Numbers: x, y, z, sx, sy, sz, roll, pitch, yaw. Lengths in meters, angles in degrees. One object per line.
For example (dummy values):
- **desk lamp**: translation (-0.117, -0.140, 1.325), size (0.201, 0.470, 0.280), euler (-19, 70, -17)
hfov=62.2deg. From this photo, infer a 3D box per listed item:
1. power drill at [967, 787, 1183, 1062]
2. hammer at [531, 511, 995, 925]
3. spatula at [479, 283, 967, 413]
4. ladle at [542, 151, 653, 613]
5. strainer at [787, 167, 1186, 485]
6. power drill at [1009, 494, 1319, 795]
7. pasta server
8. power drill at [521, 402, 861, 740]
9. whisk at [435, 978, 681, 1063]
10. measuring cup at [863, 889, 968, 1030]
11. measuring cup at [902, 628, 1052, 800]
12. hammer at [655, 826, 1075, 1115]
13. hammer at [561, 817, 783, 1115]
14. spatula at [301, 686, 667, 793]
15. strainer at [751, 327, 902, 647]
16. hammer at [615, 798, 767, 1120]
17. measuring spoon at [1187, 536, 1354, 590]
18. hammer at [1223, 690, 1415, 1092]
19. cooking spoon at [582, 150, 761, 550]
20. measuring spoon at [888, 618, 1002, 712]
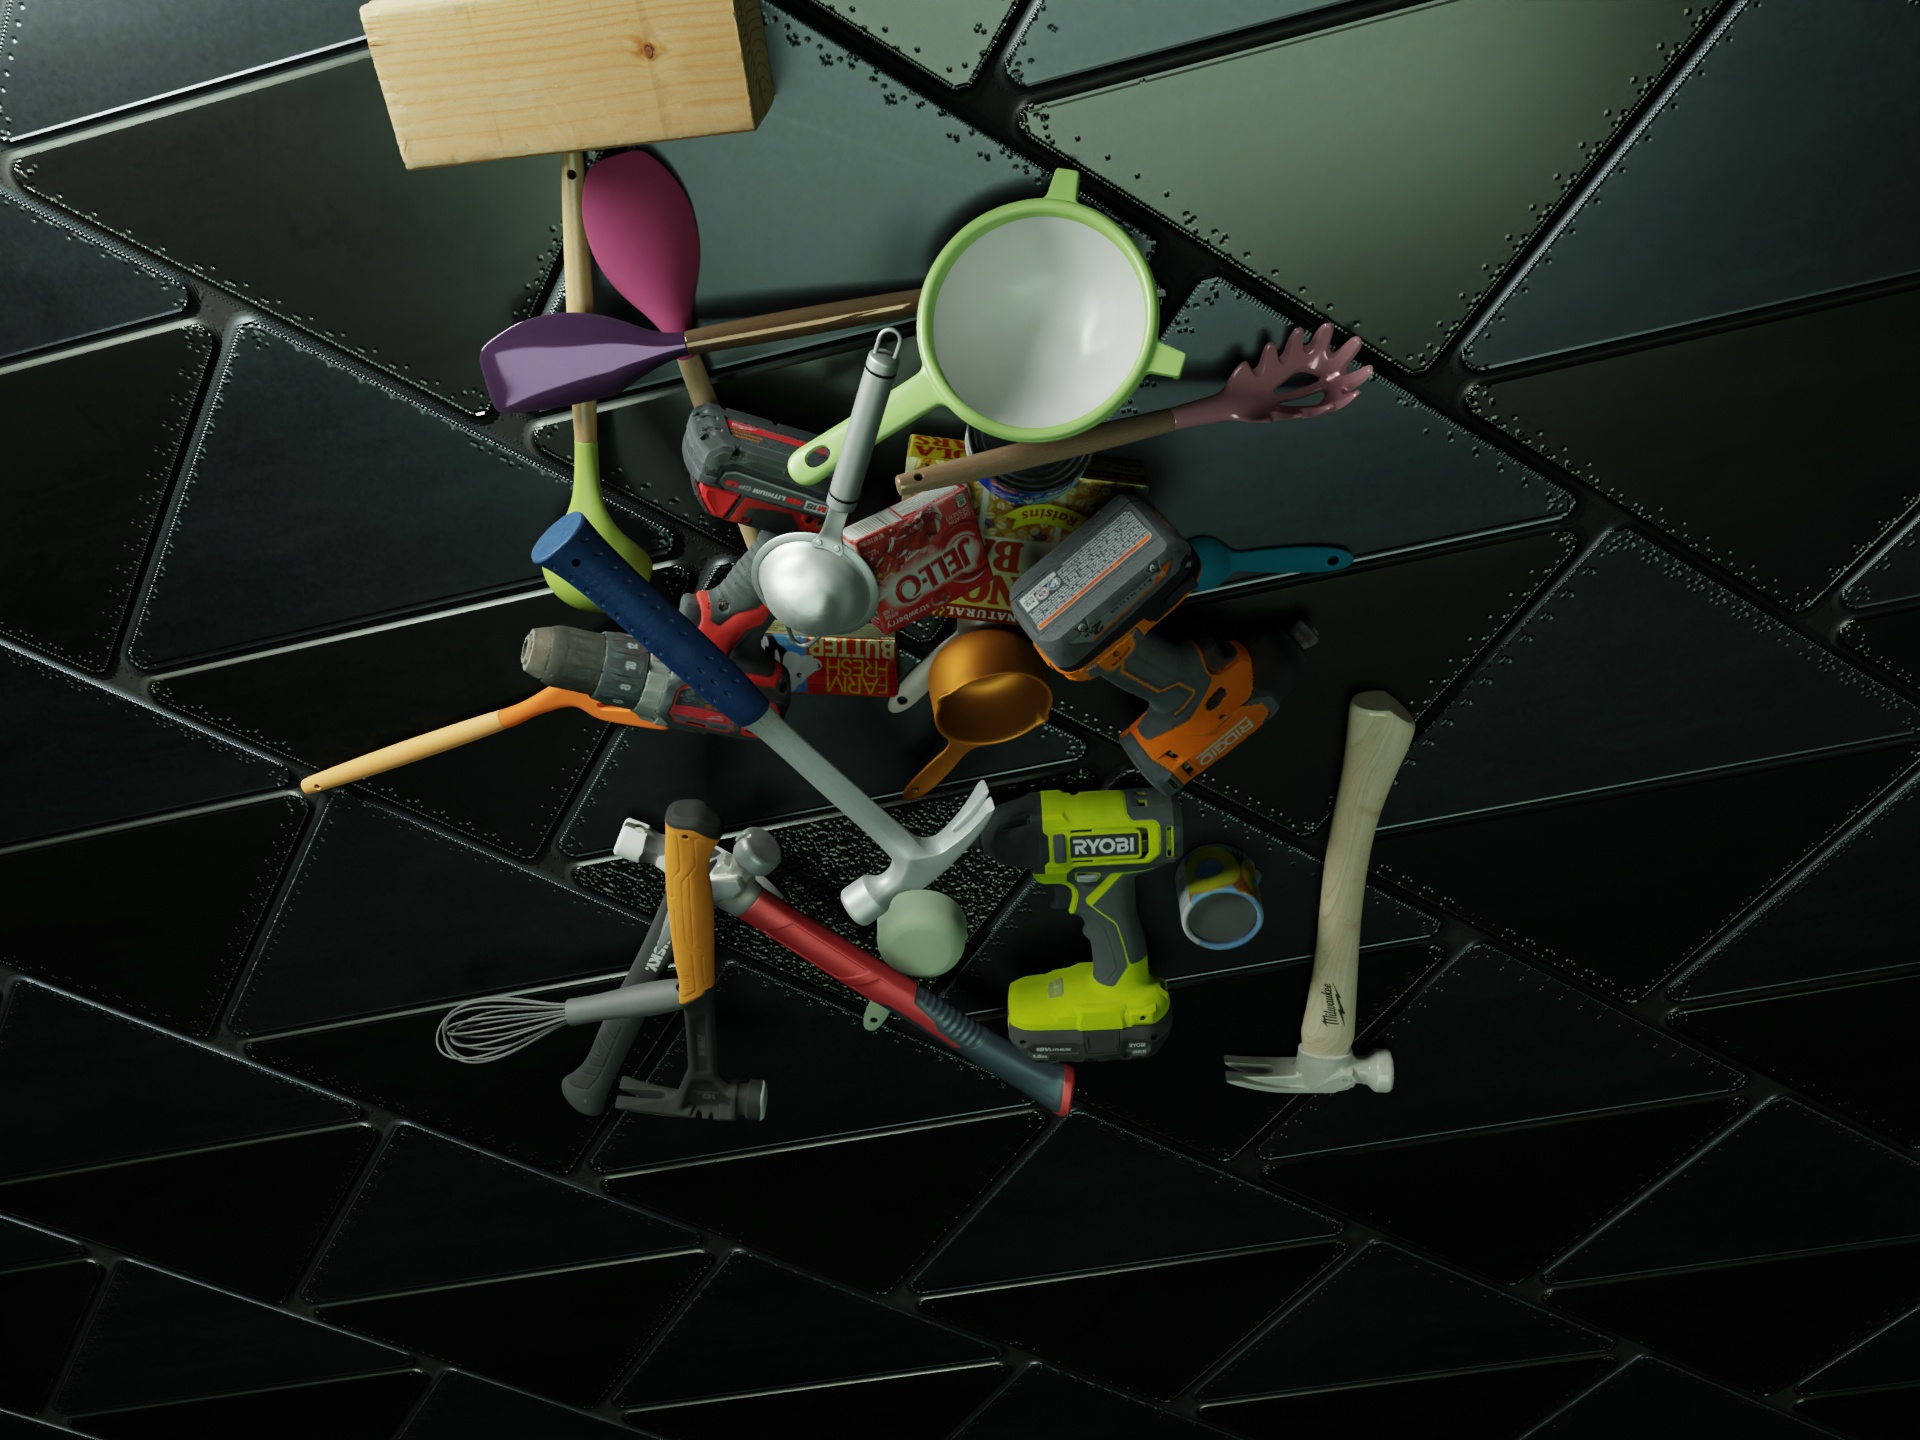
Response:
- **power drill**: translation (0.092, 0.161, 1.283), size (0.171, 0.080, 0.223), euler (-3, 114, 3)
- **hammer**: translation (-0.131, -0.002, 1.100), size (0.144, 0.035, 0.405), euler (-36, 128, 11)
- **spatula**: translation (-0.152, -0.250, 1.026), size (0.316, 0.018, 0.059), euler (-10, 115, -1)
- **ladle**: translation (-0.251, -0.218, 1.069), size (0.078, 0.062, 0.320), euler (3, 118, -2)
- **strainer**: translation (0.007, -0.218, 1.011), size (0.256, 0.069, 0.151), euler (-30, 83, 10)
- **power drill**: translation (0.152, -0.055, 1.108), size (0.164, 0.084, 0.226), euler (-40, 135, 7)
- **pasta server**: translation (0.111, -0.191, 1.020), size (0.316, 0.060, 0.040), euler (-15, 164, -9)
- **power drill**: translation (-0.182, -0.095, 1.085), size (0.187, 0.080, 0.226), euler (13, 118, -24)
- **whisk**: translation (-0.329, 0.249, 1.342), size (0.239, 0.055, 0.055), euler (-11, 123, 6)
- **measuring cup**: translation (-0.050, 0.217, 1.354), size (0.083, 0.038, 0.167), euler (19, 121, -11)
- **measuring cup**: translation (-0.002, -0.004, 1.194), size (0.095, 0.052, 0.173), euler (11, 140, -31)
- **hammer**: translation (-0.064, 0.234, 1.323), size (0.386, 0.038, 0.143), euler (36, 120, -20)
- **hammer**: translation (-0.271, 0.230, 1.374), size (0.146, 0.035, 0.334), euler (22, 122, -12)
- **spatula**: translation (-0.375, 0.011, 1.223), size (0.322, 0.041, 0.081), euler (-18, 123, 14)
- **strainer**: translation (-0.077, -0.131, 0.991), size (0.087, 0.050, 0.258), euler (19, 129, -3)
- **hammer**: translation (-0.218, 0.198, 1.264), size (0.127, 0.034, 0.336), euler (4, 127, -1)
- **measuring spoon**: translation (0.216, -0.110, 1.133), size (0.128, 0.021, 0.042), euler (-1, 125, 5)
- **hammer**: translation (0.303, 0.155, 1.305), size (0.146, 0.038, 0.410), euler (0, 124, 3)
- **cooking spoon**: translation (-0.174, -0.221, 1.067), size (0.069, 0.017, 0.318), euler (-20, 125, -4)
- **measuring spoon**: translation (-0.014, -0.042, 1.189), size (0.034, 0.018, 0.124), euler (35, 119, -20)
